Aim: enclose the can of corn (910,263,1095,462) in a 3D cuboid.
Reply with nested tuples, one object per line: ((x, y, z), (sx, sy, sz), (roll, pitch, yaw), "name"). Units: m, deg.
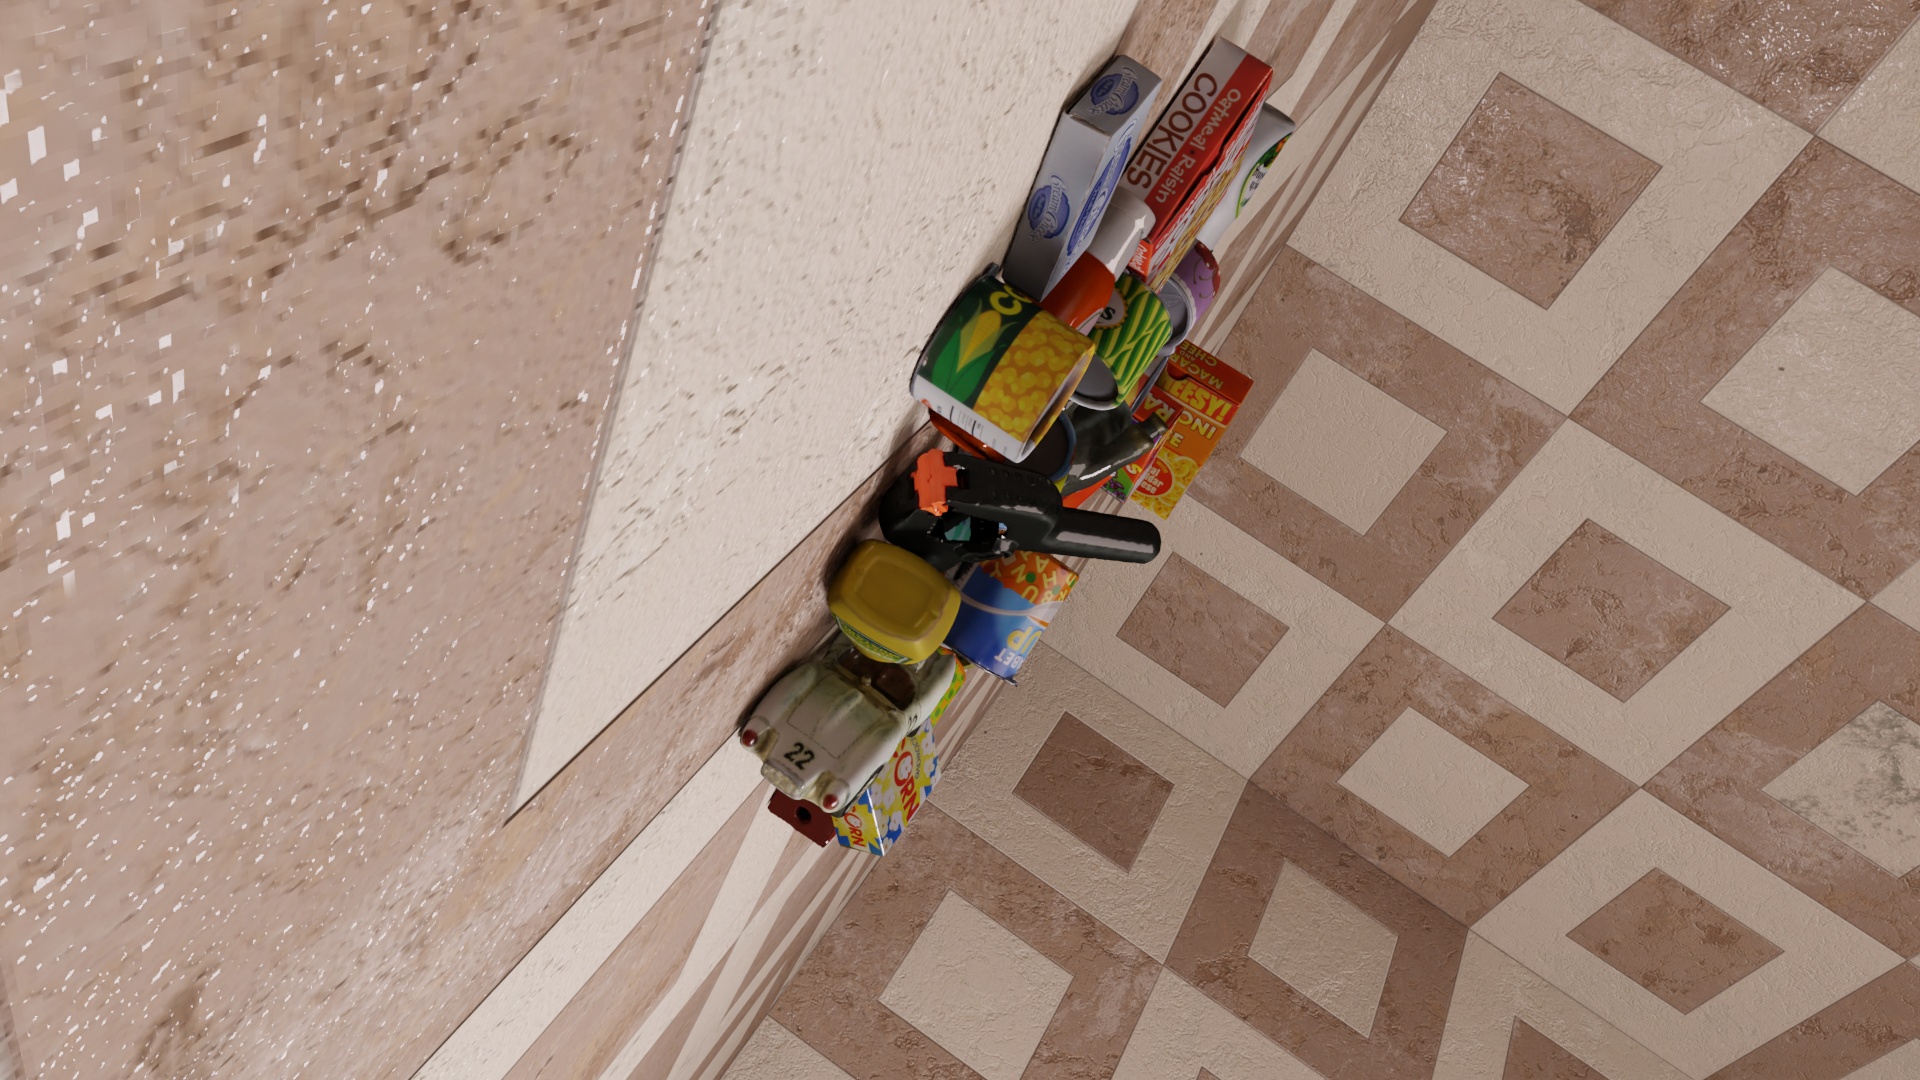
((0.021, -0.079, 0.625), (0.071, 0.058, 0.071), (-55, 173, -10), "can of corn")

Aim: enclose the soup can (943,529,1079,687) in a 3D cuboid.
((0.031, 0.041, 0.905), (0.083, 0.071, 0.071), (-56, 173, 3), "soup can")

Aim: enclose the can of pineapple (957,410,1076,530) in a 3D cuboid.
((0.032, -0.048, 0.809), (0.071, 0.071, 0.057), (-53, 172, -21), "can of pineapple")

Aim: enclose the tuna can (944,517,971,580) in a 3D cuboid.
((0.003, -0.012, 0.919), (0.071, 0.033, 0.071), (-55, 173, -10), "tuna can")

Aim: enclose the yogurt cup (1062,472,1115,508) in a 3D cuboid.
((0.088, -0.059, 1.163), (0.054, 0.072, 0.072), (-49, 174, 7), "yogurt cup")

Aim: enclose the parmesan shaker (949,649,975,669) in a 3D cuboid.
((0.009, 0.041, 1.082), (0.103, 0.071, 0.071), (-52, 172, -37), "parmesan shaker")

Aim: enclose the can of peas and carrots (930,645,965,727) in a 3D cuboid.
((-0.037, 0.111, 1.054), (0.059, 0.071, 0.070), (-53, 172, -28), "can of peas and carrots")

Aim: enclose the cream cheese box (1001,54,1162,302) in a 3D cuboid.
((0.052, -0.159, 0.617), (0.053, 0.024, 0.103), (-53, 173, -34), "cream cheese box")

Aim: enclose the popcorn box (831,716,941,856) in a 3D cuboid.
((-0.056, 0.135, 0.929), (0.085, 0.038, 0.126), (-50, 139, -46), "popcorn box")

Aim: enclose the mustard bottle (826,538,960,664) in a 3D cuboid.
((-0.038, 0.040, 0.757), (0.049, 0.065, 0.160), (-58, 178, -12), "mustard bottle")

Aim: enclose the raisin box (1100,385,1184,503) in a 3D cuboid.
((0.131, -0.095, 1.188), (0.040, 0.086, 0.122), (-47, 170, -27), "raisin box")

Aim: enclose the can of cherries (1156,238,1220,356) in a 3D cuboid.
((0.144, -0.175, 0.984), (0.059, 0.071, 0.071), (-52, 172, -41), "can of cherries")

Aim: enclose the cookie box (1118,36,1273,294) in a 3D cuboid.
((0.132, -0.212, 0.847), (0.123, 0.040, 0.167), (-56, 173, -3), "cookie box")

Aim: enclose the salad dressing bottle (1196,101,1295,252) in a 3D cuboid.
((0.195, -0.260, 1.051), (0.147, 0.044, 0.064), (-60, 171, 29), "salad dressing bottle")

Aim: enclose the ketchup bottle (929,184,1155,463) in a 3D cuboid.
((0.042, -0.109, 0.695), (0.149, 0.043, 0.064), (-57, 172, -2), "ketchup bottle")

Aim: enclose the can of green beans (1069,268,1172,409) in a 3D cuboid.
((0.084, -0.121, 0.835), (0.058, 0.071, 0.071), (-53, 172, -23), "can of green beans")

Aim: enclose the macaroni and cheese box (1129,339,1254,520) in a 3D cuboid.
((0.169, -0.108, 1.234), (0.040, 0.124, 0.165), (-52, 172, -38), "macaroni and cheese box")

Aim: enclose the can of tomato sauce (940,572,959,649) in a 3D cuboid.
((0.007, 0.029, 0.999), (0.083, 0.071, 0.070), (-50, 171, -37), "can of tomato sauce")

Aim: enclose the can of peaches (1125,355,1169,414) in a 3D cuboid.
((0.117, -0.128, 1.065), (0.071, 0.058, 0.071), (-55, 174, -9), "can of peaches")
